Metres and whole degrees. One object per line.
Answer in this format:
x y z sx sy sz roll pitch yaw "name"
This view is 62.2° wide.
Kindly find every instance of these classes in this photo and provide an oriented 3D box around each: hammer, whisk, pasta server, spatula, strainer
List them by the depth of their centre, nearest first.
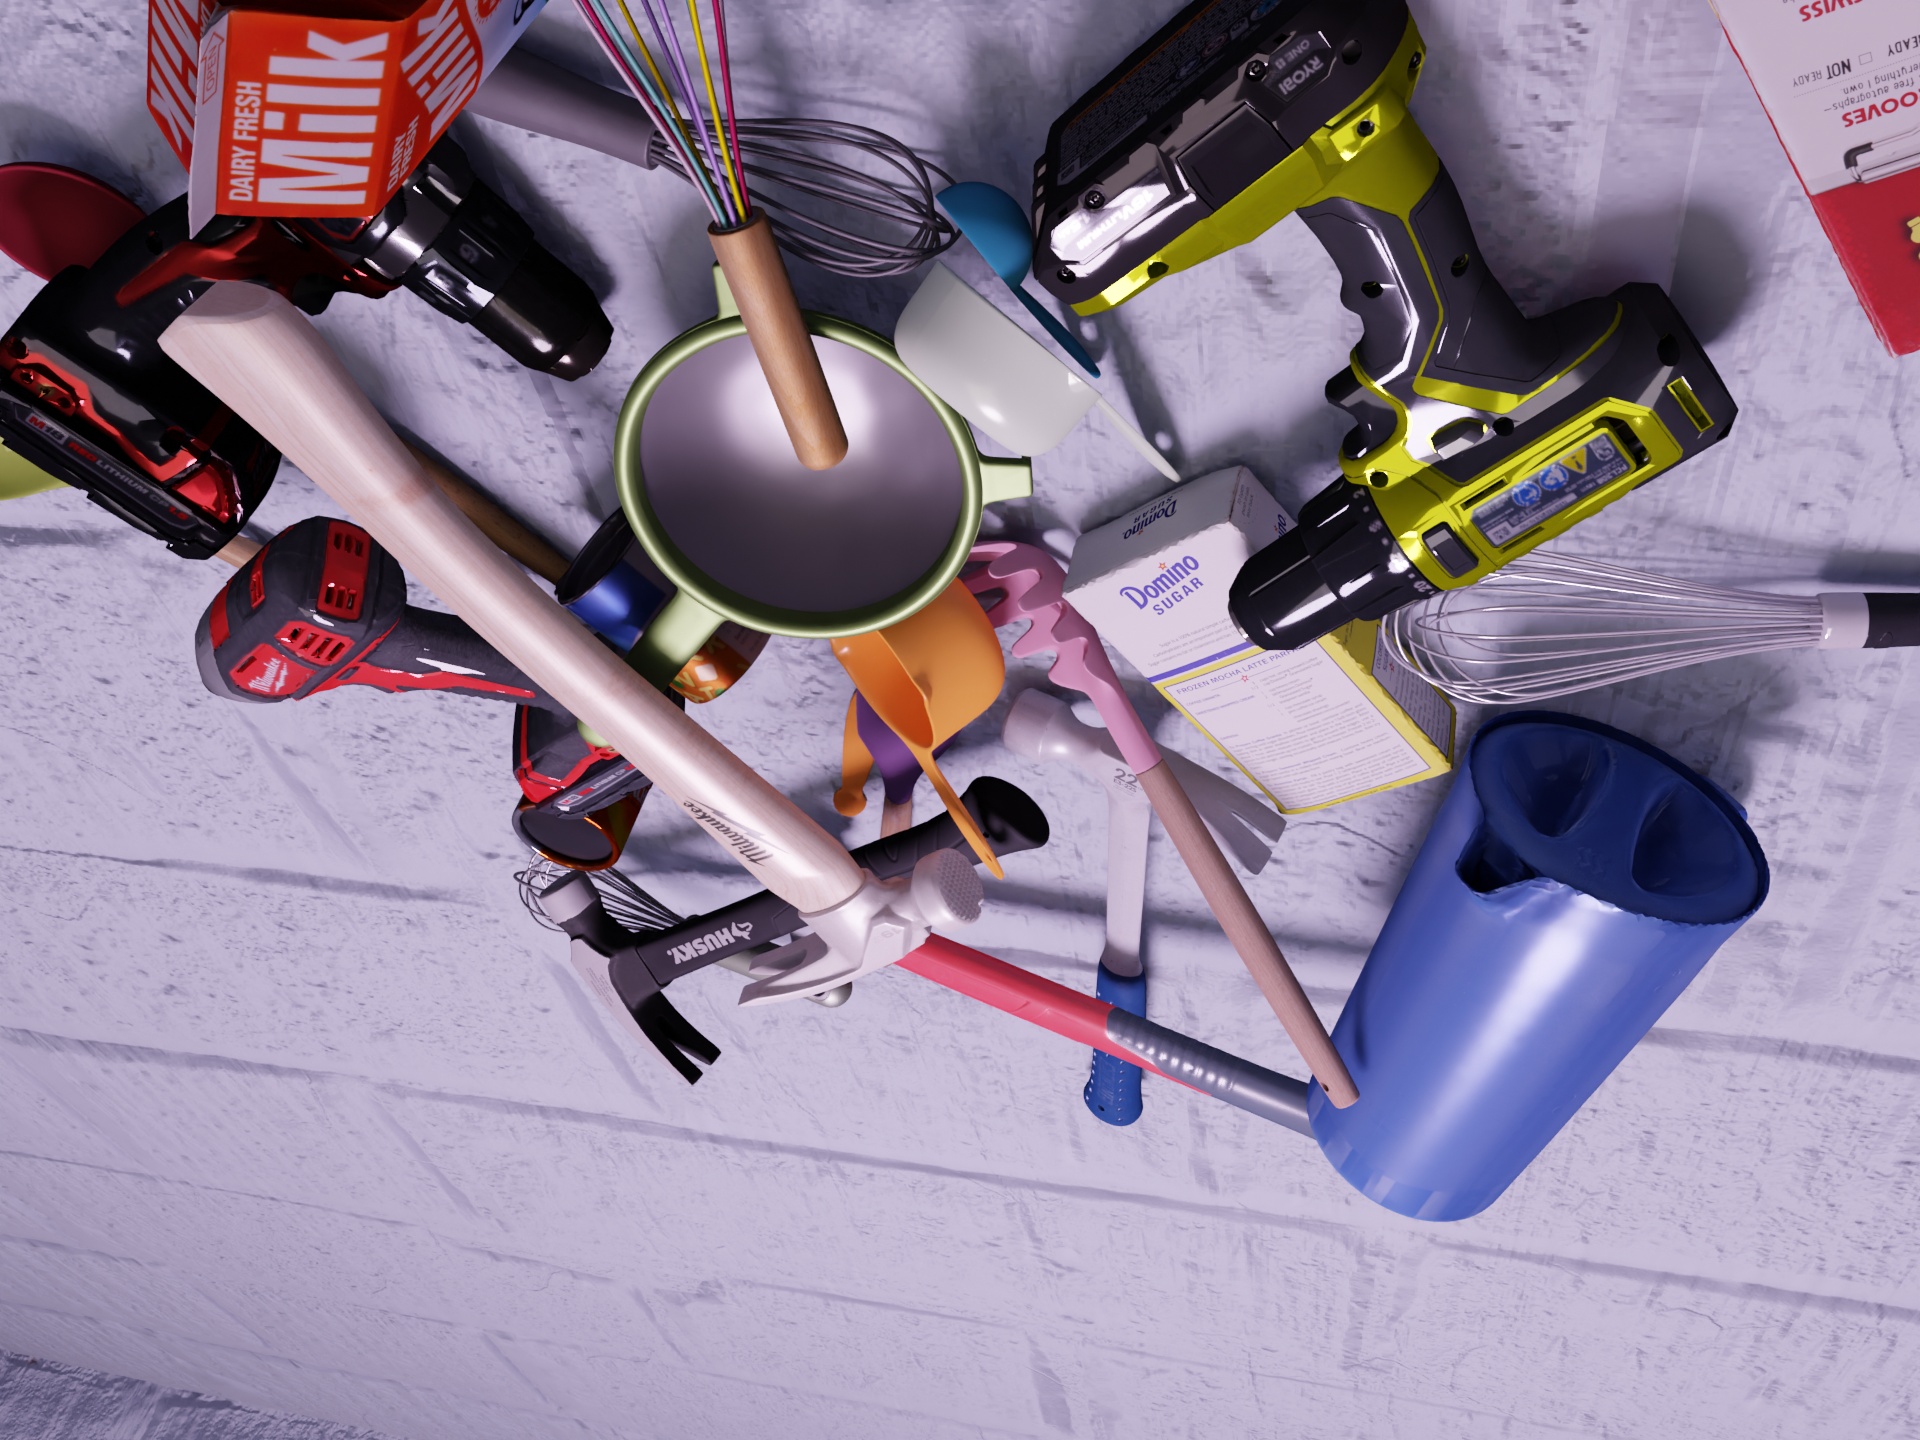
-0.082 -0.187 0.532 0.047 0.051 0.244 -1 133 21 "whisk"
-0.111 -0.217 0.584 0.239 0.055 0.055 20 142 3 "whisk"
0.315 -0.039 0.636 0.284 0.070 0.070 0 139 13 "whisk"
-0.170 -0.017 0.691 0.146 0.038 0.410 -27 121 31 "hammer"
-0.094 -0.082 0.692 0.151 0.069 0.256 33 126 -18 "strainer"
0.094 0.048 0.731 0.316 0.040 0.060 59 163 -5 "pasta server"
-0.090 0.107 0.888 0.335 0.035 0.146 -24 103 33 "hammer"
-0.034 0.057 0.903 0.059 0.018 0.315 4 141 -3 "spatula"
0.076 0.182 0.918 0.386 0.038 0.143 20 144 16 "hammer"
0.098 0.138 0.921 0.144 0.035 0.405 24 148 21 "hammer"
-0.175 0.130 0.989 0.246 0.058 0.059 16 -178 21 "whisk"

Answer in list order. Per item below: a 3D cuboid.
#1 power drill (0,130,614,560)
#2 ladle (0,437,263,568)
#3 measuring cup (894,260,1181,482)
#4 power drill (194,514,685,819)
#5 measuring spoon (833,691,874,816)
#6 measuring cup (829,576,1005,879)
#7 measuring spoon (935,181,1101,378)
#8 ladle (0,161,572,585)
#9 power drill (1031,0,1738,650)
-0.275 -0.163 0.660 0.226 0.080 0.187 -34 125 29 "power drill"
-0.384 -0.080 0.837 0.320 0.062 0.078 29 140 -19 "ladle"
0.035 -0.115 0.610 0.038 0.083 0.167 -49 143 11 "measuring cup"
-0.256 -0.022 0.783 0.219 0.079 0.143 20 147 -40 "power drill"
-0.056 0.019 0.871 0.021 0.011 0.116 16 142 1 "measuring spoon"
-0.001 -0.002 0.755 0.095 0.052 0.173 25 148 58 "measuring cup"
0.031 -0.160 0.585 0.021 0.042 0.128 -40 152 13 "measuring spoon"
-0.299 -0.149 0.745 0.315 0.031 0.069 37 133 -27 "ladle"
0.129 -0.129 0.554 0.190 0.080 0.228 -32 123 29 "power drill"
